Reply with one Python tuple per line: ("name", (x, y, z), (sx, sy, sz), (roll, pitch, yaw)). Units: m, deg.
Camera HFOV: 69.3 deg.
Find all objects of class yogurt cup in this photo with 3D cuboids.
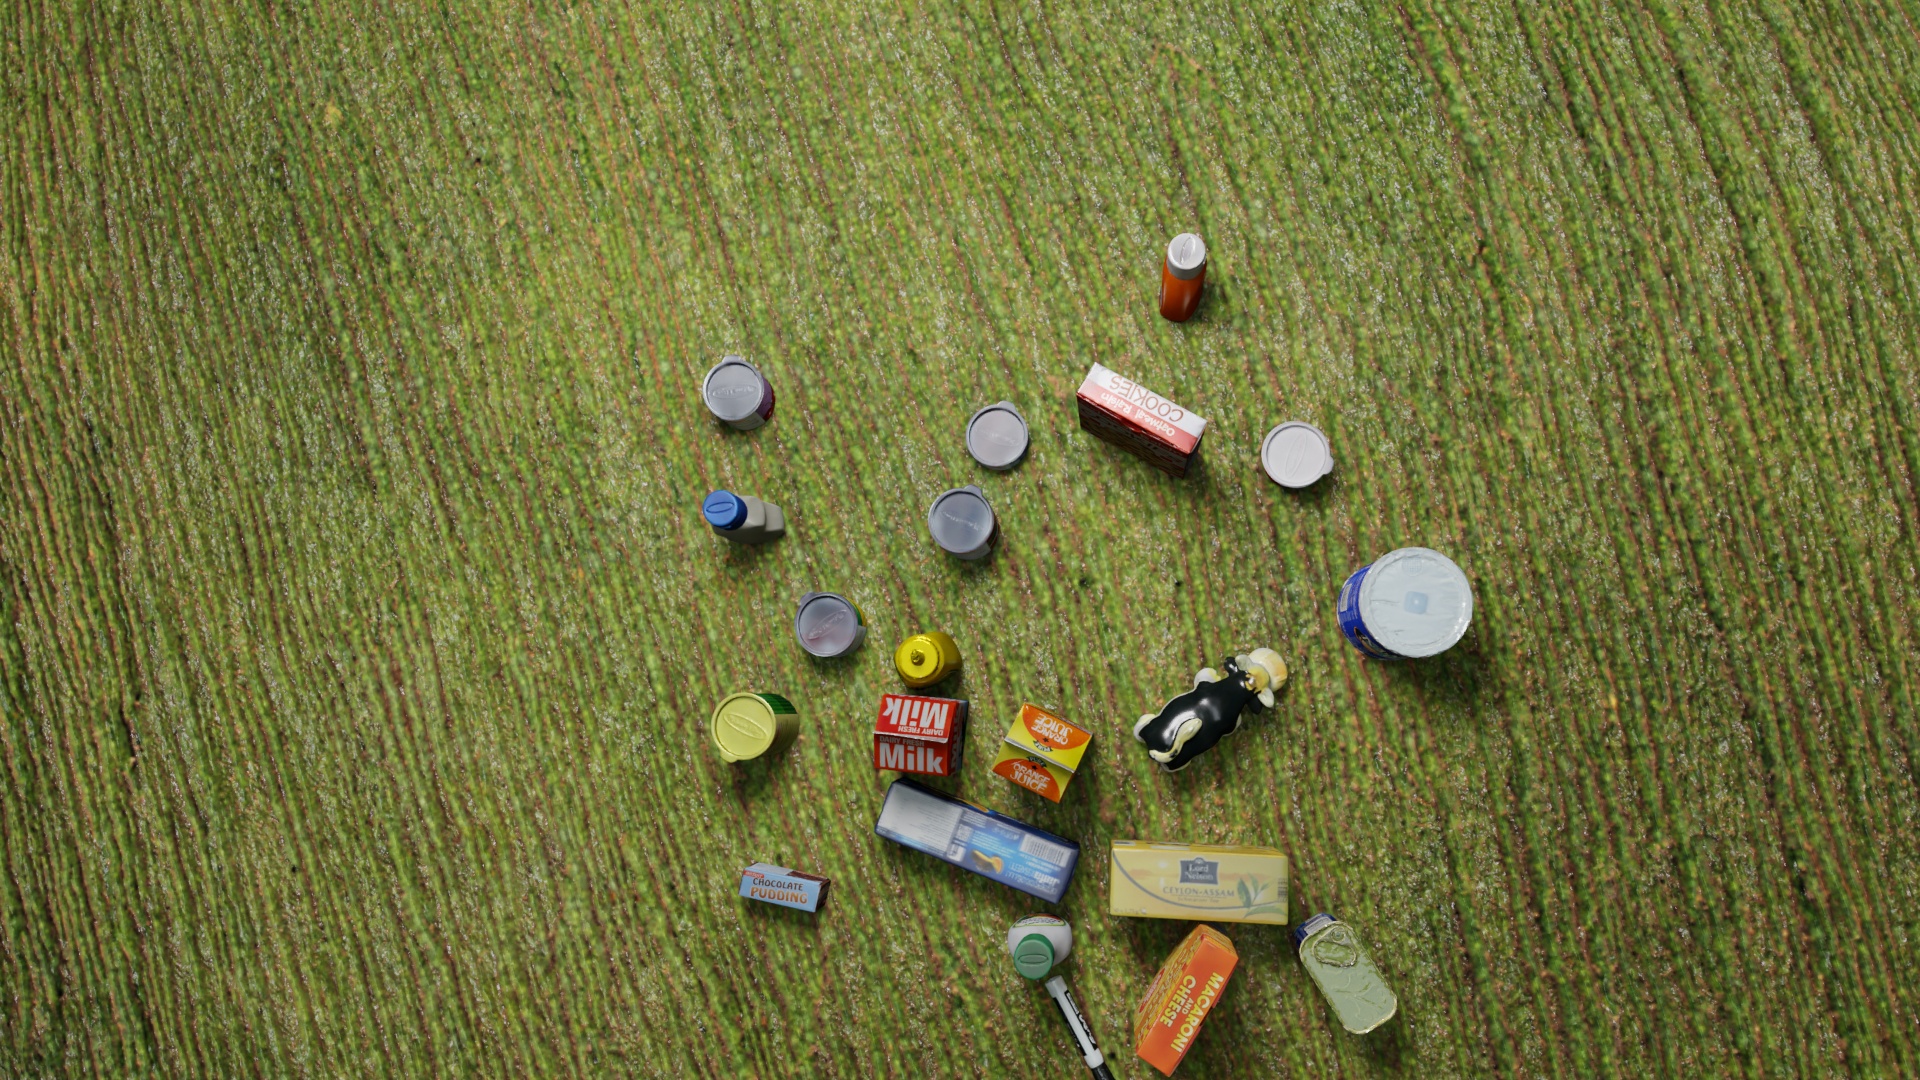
("yogurt cup", (0.341, -0.084, 1.423), (0.072, 0.054, 0.072), (-1, 83, 6))

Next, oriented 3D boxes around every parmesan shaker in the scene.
("parmesan shaker", (-0.210, 0.191, 1.422), (0.071, 0.103, 0.071), (-1, 83, 6))

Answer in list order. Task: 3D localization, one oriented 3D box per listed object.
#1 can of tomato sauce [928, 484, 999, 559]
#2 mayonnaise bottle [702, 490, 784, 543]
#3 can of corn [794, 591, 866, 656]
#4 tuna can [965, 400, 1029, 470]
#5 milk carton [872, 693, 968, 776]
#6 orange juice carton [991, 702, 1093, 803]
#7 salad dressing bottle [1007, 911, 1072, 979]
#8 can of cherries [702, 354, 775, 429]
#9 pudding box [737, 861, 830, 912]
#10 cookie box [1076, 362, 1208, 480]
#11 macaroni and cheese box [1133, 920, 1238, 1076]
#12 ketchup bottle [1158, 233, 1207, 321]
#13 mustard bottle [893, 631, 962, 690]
("can of tomato sauce", (0.005, -0.018, 1.435), (0.071, 0.083, 0.071), (-1, 83, 6))
("mayonnaise bottle", (-0.226, -0.024, 1.428), (0.065, 0.148, 0.041), (-10, 83, 5))
("can of corn", (-0.136, 0.086, 1.450), (0.071, 0.058, 0.071), (-1, 83, 6))
("tuna can", (0.040, -0.111, 1.469), (0.071, 0.033, 0.071), (-1, 83, 6))
("milk carton", (-0.038, 0.189, 1.360), (0.072, 0.190, 0.073), (5, 84, 7))
("orange juice carton", (0.081, 0.204, 1.344), (0.072, 0.192, 0.073), (26, 87, 8))
("salad dressing bottle", (0.075, 0.392, 1.344), (0.064, 0.147, 0.044), (-2, 83, 6))
("can of cherries", (-0.236, -0.158, 1.491), (0.071, 0.058, 0.071), (-1, 83, 6))
("pudding box", (-0.180, 0.355, 1.425), (0.084, 0.049, 0.030), (10, 85, 7))
("cookie box", (0.179, -0.115, 1.386), (0.123, 0.167, 0.040), (29, 87, 9))
("macaroni and cheese box", (0.212, 0.425, 1.316), (0.040, 0.166, 0.124), (31, 88, 9))
("ketchup bottle", (0.227, -0.271, 1.410), (0.043, 0.148, 0.065), (16, 86, 8))
("mustard bottle", (-0.037, 0.120, 1.383), (0.065, 0.160, 0.049), (-28, 81, 2))
